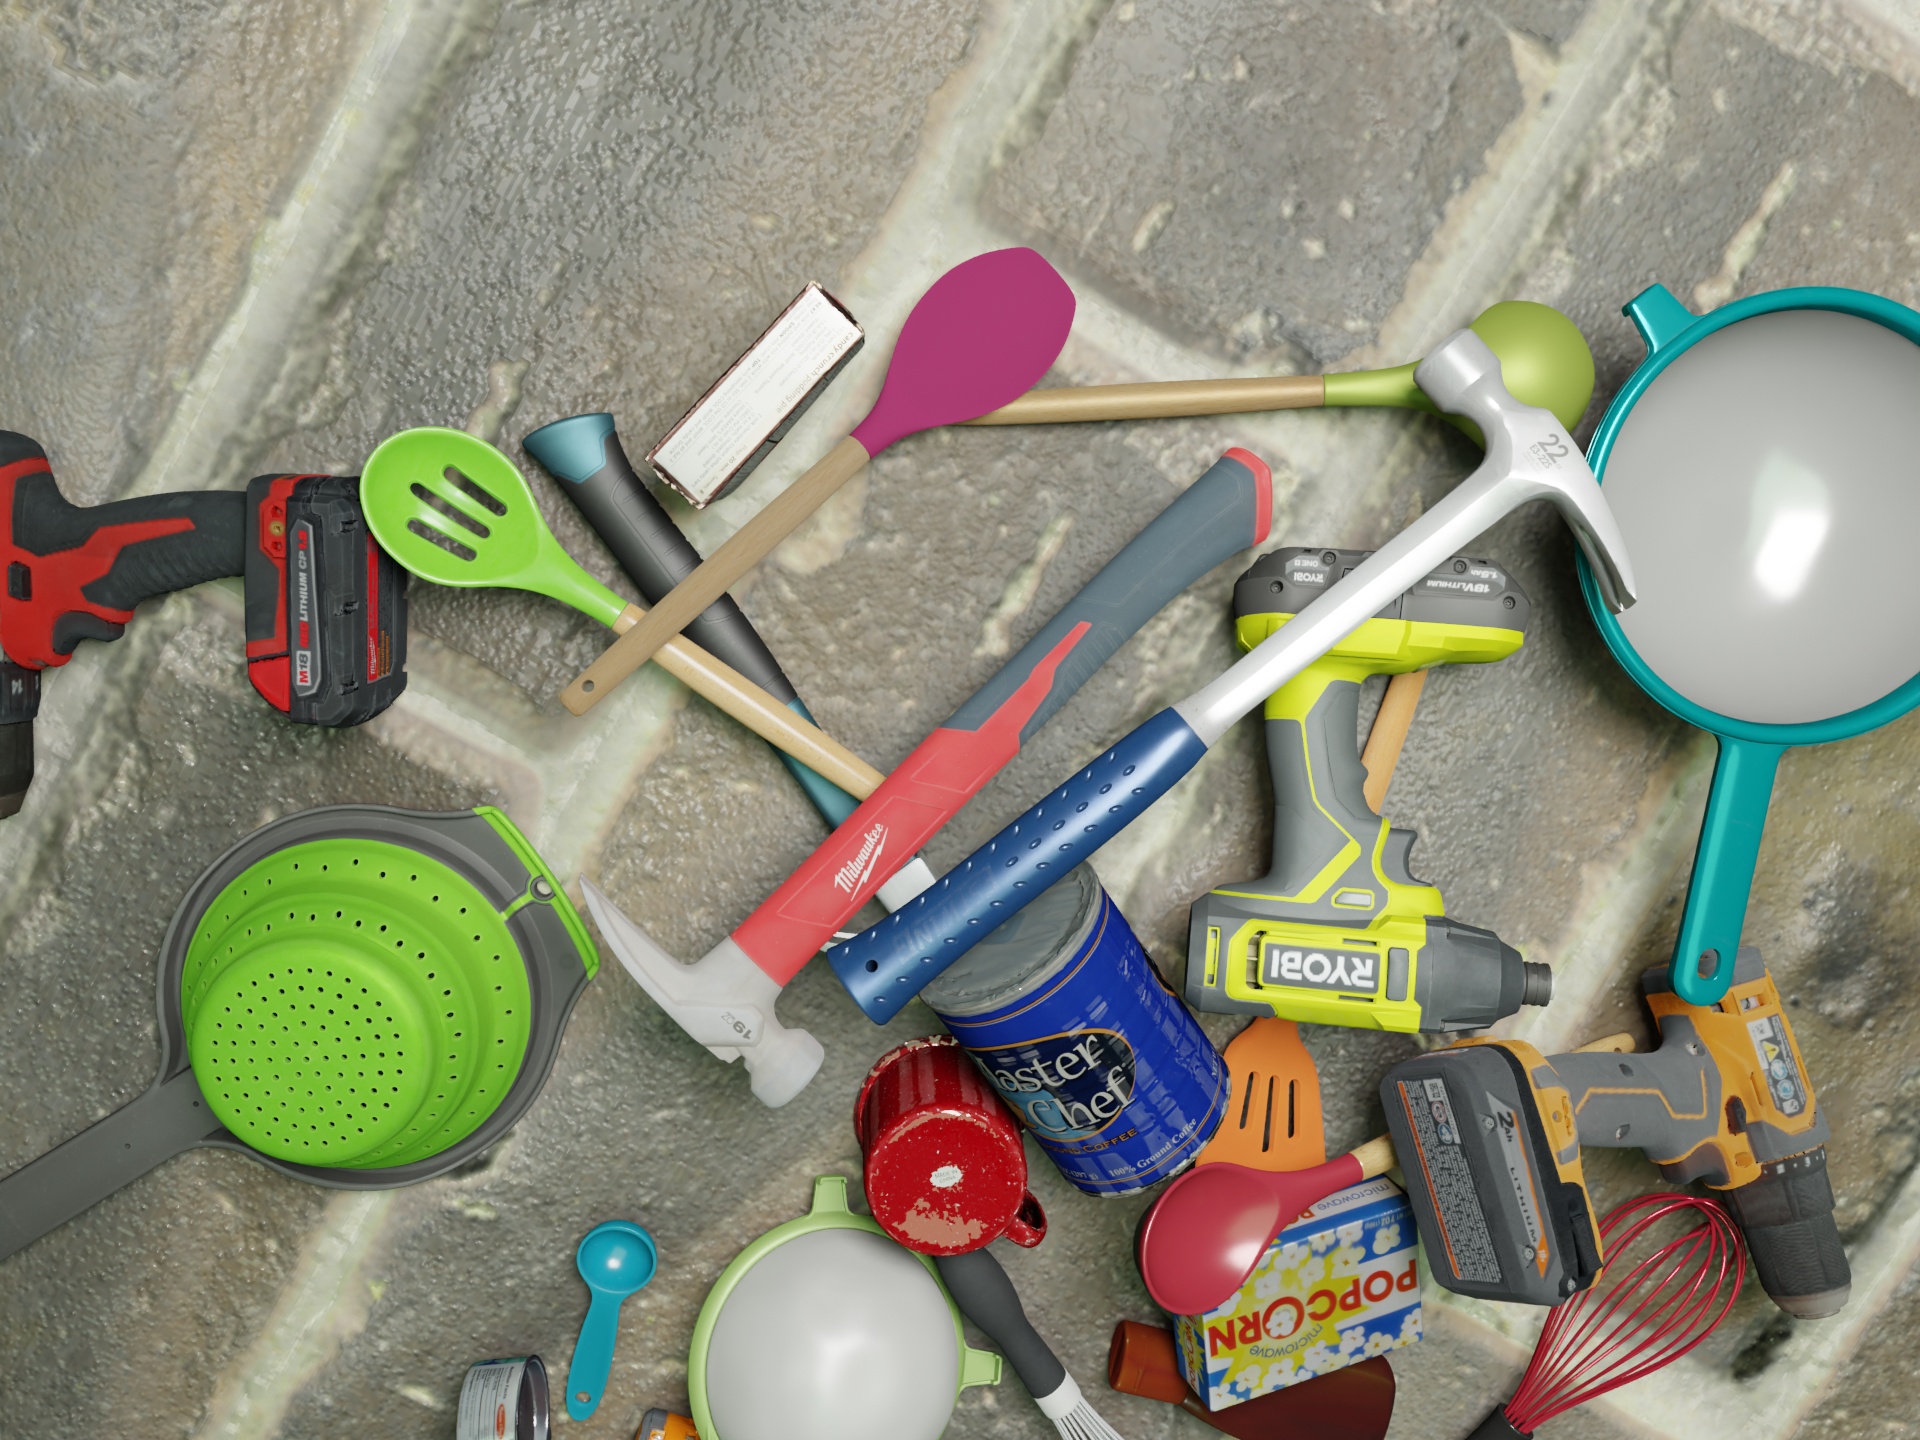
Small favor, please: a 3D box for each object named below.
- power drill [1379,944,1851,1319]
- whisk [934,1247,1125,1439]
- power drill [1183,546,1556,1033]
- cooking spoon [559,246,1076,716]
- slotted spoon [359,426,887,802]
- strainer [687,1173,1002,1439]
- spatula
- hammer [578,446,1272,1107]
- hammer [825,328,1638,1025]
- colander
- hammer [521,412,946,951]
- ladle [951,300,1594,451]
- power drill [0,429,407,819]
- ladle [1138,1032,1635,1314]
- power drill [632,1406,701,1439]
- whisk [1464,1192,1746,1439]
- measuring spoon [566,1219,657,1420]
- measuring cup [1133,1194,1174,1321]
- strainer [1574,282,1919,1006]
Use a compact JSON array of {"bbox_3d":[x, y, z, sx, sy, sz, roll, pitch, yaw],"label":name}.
[{"bbox_3d":[0.336,0.222,0.784,0.226,0.084,0.185,-10,79,-24],"label":"power drill"},{"bbox_3d":[0.069,0.383,0.849,0.070,0.070,0.284,-33,100,3],"label":"whisk"},{"bbox_3d":[0.202,0.036,0.766,0.171,0.080,0.223,4,86,7],"label":"power drill"},{"bbox_3d":[-0.067,-0.114,0.758,0.319,0.017,0.068,-43,95,-10],"label":"cooking spoon"},{"bbox_3d":[-0.143,-0.034,0.762,0.313,0.031,0.070,35,80,-10],"label":"slotted spoon"},{"bbox_3d":[-0.095,0.364,0.789,0.256,0.069,0.151,-42,97,-23],"label":"strainer"},{"bbox_3d":[0.198,0.091,0.824,0.081,0.041,0.322,15,97,-20],"label":"spatula"},{"bbox_3d":[-0.001,-0.002,0.761,0.386,0.038,0.143,-45,100,-7],"label":"hammer"},{"bbox_3d":[0.115,0.001,0.714,0.405,0.035,0.144,-38,80,0],"label":"hammer"},{"bbox_3d":[-0.375,0.192,0.786,0.397,0.094,0.204,-31,99,2],"label":"colander"},{"bbox_3d":[-0.100,-0.016,0.797,0.128,0.033,0.331,-36,99,2],"label":"hammer"},{"bbox_3d":[0.151,-0.161,0.788,0.320,0.062,0.078,-2,98,5],"label":"ladle"},{"bbox_3d":[-0.390,-0.040,0.760,0.226,0.080,0.188,3,99,0],"label":"power drill"},{"bbox_3d":[0.221,0.215,0.804,0.315,0.031,0.069,-17,99,-21],"label":"ladle"},{"bbox_3d":[-0.126,0.498,0.856,0.164,0.084,0.226,18,94,-5],"label":"power drill"},{"bbox_3d":[0.316,0.369,0.869,0.073,0.073,0.296,35,103,-8],"label":"whisk"},{"bbox_3d":[-0.193,0.321,0.859,0.042,0.021,0.128,15,107,-6],"label":"measuring spoon"},{"bbox_3d":[0.178,0.282,0.854,0.167,0.038,0.083,-11,100,1],"label":"measuring cup"},{"bbox_3d":[0.379,-0.035,0.783,0.211,0.095,0.340,8,98,-2],"label":"strainer"}]
